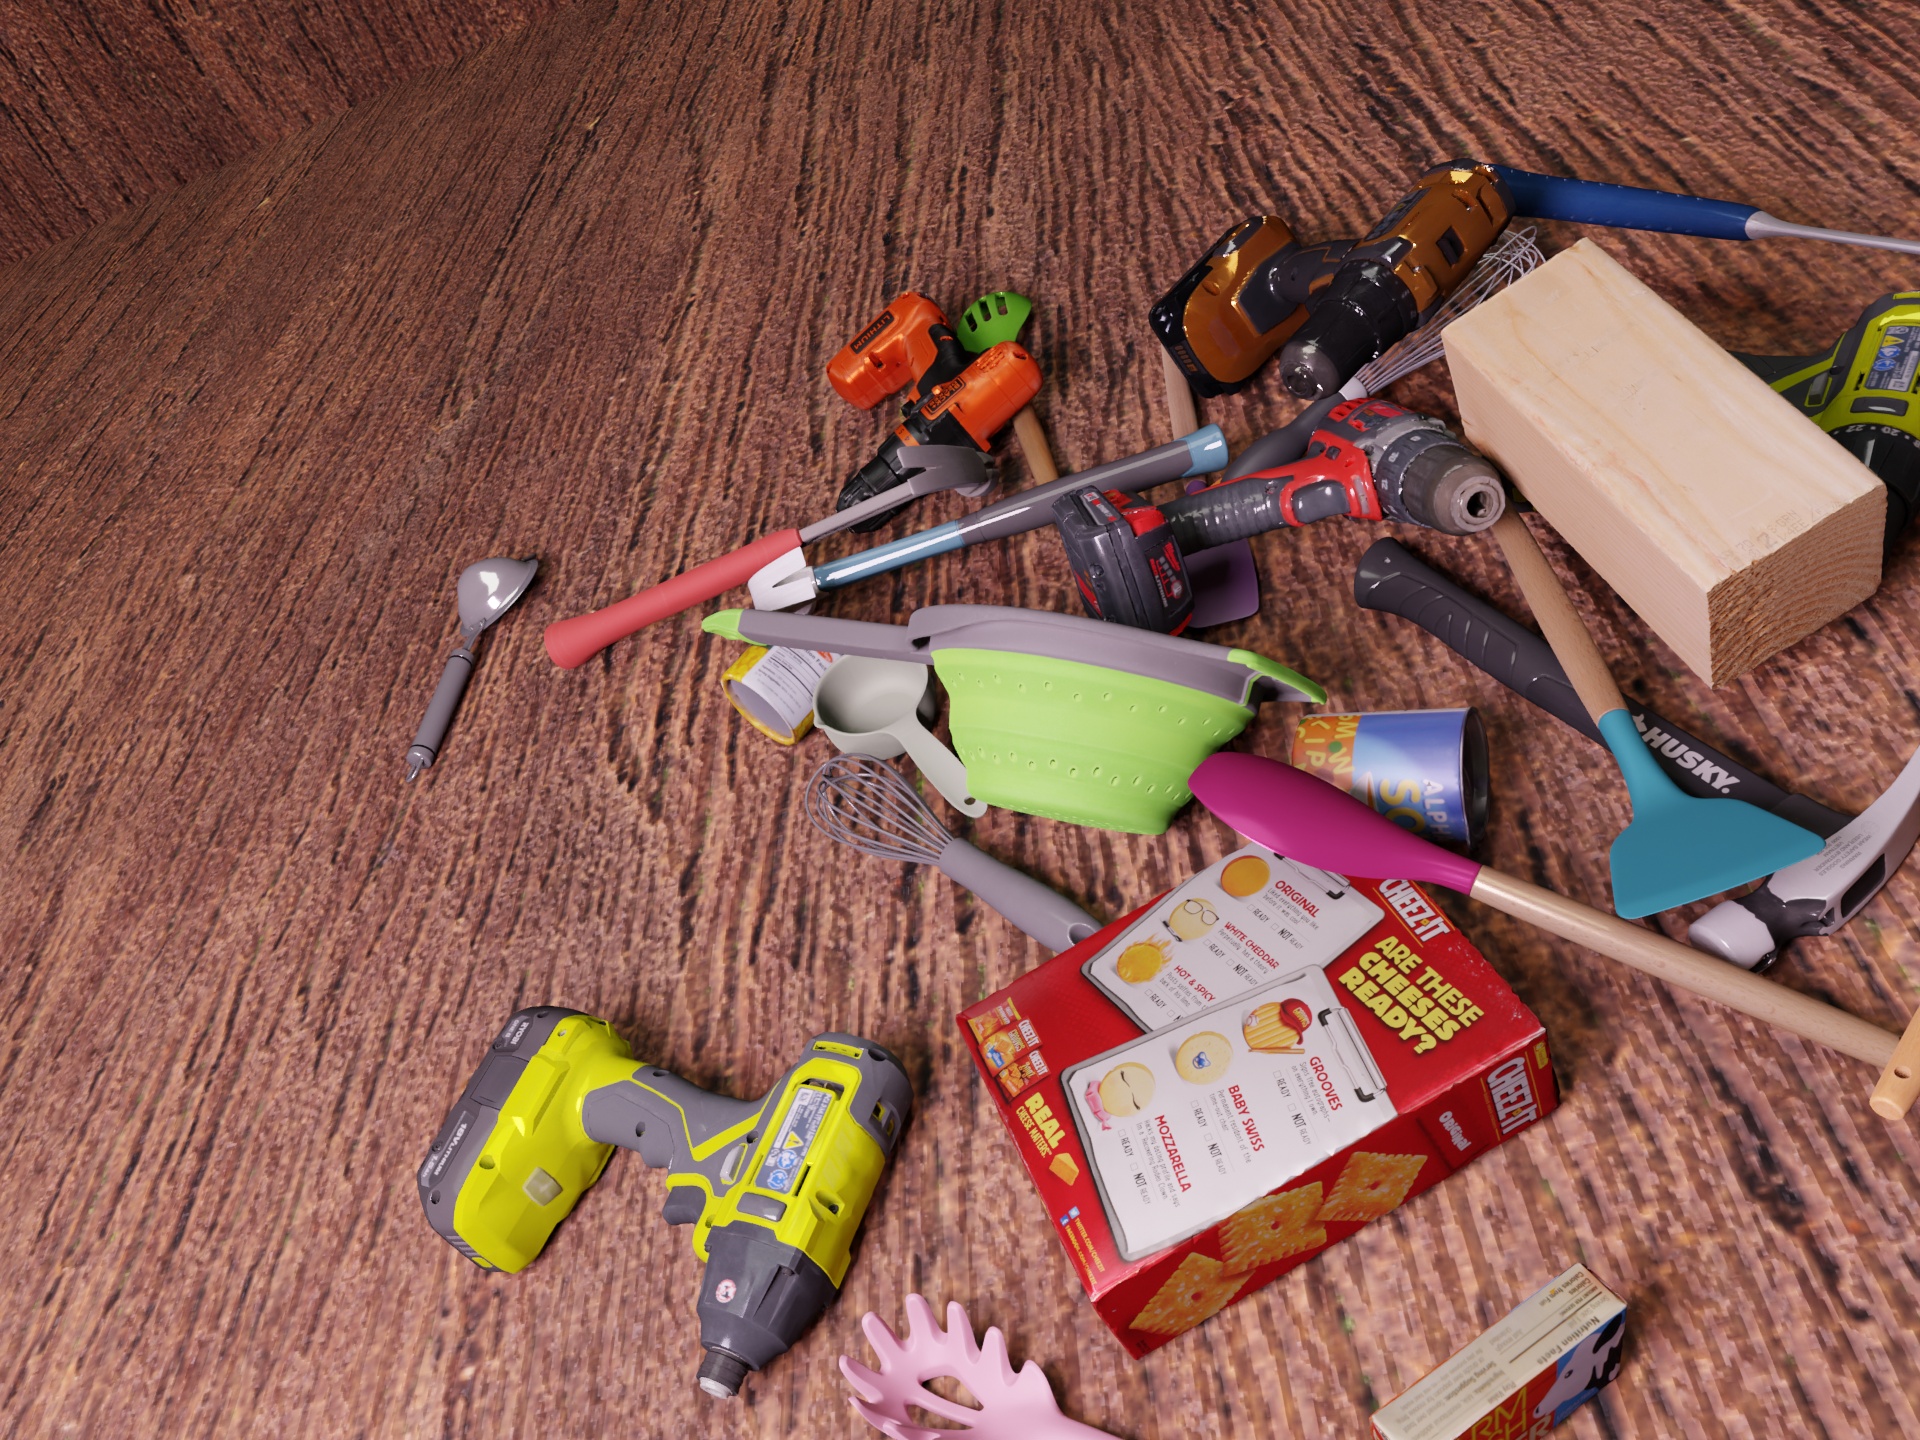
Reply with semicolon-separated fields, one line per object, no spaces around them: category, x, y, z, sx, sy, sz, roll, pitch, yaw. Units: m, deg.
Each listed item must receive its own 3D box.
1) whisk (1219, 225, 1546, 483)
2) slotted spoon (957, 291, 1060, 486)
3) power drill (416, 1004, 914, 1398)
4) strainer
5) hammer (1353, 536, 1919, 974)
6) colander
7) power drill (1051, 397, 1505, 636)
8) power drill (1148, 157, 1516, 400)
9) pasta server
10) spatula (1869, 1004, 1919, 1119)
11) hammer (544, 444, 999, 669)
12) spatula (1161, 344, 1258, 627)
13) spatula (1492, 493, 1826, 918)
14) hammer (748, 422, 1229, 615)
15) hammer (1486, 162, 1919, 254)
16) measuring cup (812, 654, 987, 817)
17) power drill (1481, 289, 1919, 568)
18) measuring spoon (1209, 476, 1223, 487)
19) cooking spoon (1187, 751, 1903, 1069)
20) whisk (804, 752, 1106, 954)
whisk;0.271;-0.228;1.022;0.284;0.070;0.070;-40;41;-12
slotted spoon;0.044;-0.248;1.205;0.070;0.031;0.314;-26;41;12
power drill;-0.151;0.228;0.792;0.223;0.080;0.171;4;50;29
strainer;-0.391;-0.055;1.252;0.087;0.050;0.259;-23;41;32
hammer;0.316;-0.014;0.799;0.146;0.035;0.335;-35;40;-5
colander;-0.001;-0.003;0.892;0.397;0.204;0.094;8;84;35
power drill;0.179;-0.113;0.900;0.226;0.080;0.188;-21;21;0
power drill;0.217;-0.263;1.014;0.185;0.084;0.226;-47;24;-17
pasta server;0.091;0.292;0.613;0.316;0.040;0.060;5;40;32
spatula;0.451;0.036;0.654;0.081;0.041;0.322;23;58;43
hammer;-0.151;-0.110;1.113;0.359;0.037;0.149;-20;1;23
spatula;0.153;-0.170;1.066;0.060;0.018;0.316;-12;44;13
spatula;0.302;-0.025;0.758;0.082;0.044;0.318;-24;39;15
hammer;0.014;-0.128;1.047;0.331;0.033;0.128;-18;-1;10
hammer;0.477;-0.285;0.926;0.144;0.035;0.406;-8;26;-35
measuring cup;-0.028;0.016;0.972;0.083;0.038;0.168;-35;50;-10
power drill;0.408;-0.157;0.861;0.229;0.080;0.191;13;56;36
measuring spoon;0.196;-0.161;1.028;0.117;0.011;0.021;-34;63;-14
cooking spoon;0.247;0.078;0.682;0.319;0.017;0.069;23;36;22
whisk;-0.005;0.078;0.884;0.239;0.055;0.055;28;66;40
